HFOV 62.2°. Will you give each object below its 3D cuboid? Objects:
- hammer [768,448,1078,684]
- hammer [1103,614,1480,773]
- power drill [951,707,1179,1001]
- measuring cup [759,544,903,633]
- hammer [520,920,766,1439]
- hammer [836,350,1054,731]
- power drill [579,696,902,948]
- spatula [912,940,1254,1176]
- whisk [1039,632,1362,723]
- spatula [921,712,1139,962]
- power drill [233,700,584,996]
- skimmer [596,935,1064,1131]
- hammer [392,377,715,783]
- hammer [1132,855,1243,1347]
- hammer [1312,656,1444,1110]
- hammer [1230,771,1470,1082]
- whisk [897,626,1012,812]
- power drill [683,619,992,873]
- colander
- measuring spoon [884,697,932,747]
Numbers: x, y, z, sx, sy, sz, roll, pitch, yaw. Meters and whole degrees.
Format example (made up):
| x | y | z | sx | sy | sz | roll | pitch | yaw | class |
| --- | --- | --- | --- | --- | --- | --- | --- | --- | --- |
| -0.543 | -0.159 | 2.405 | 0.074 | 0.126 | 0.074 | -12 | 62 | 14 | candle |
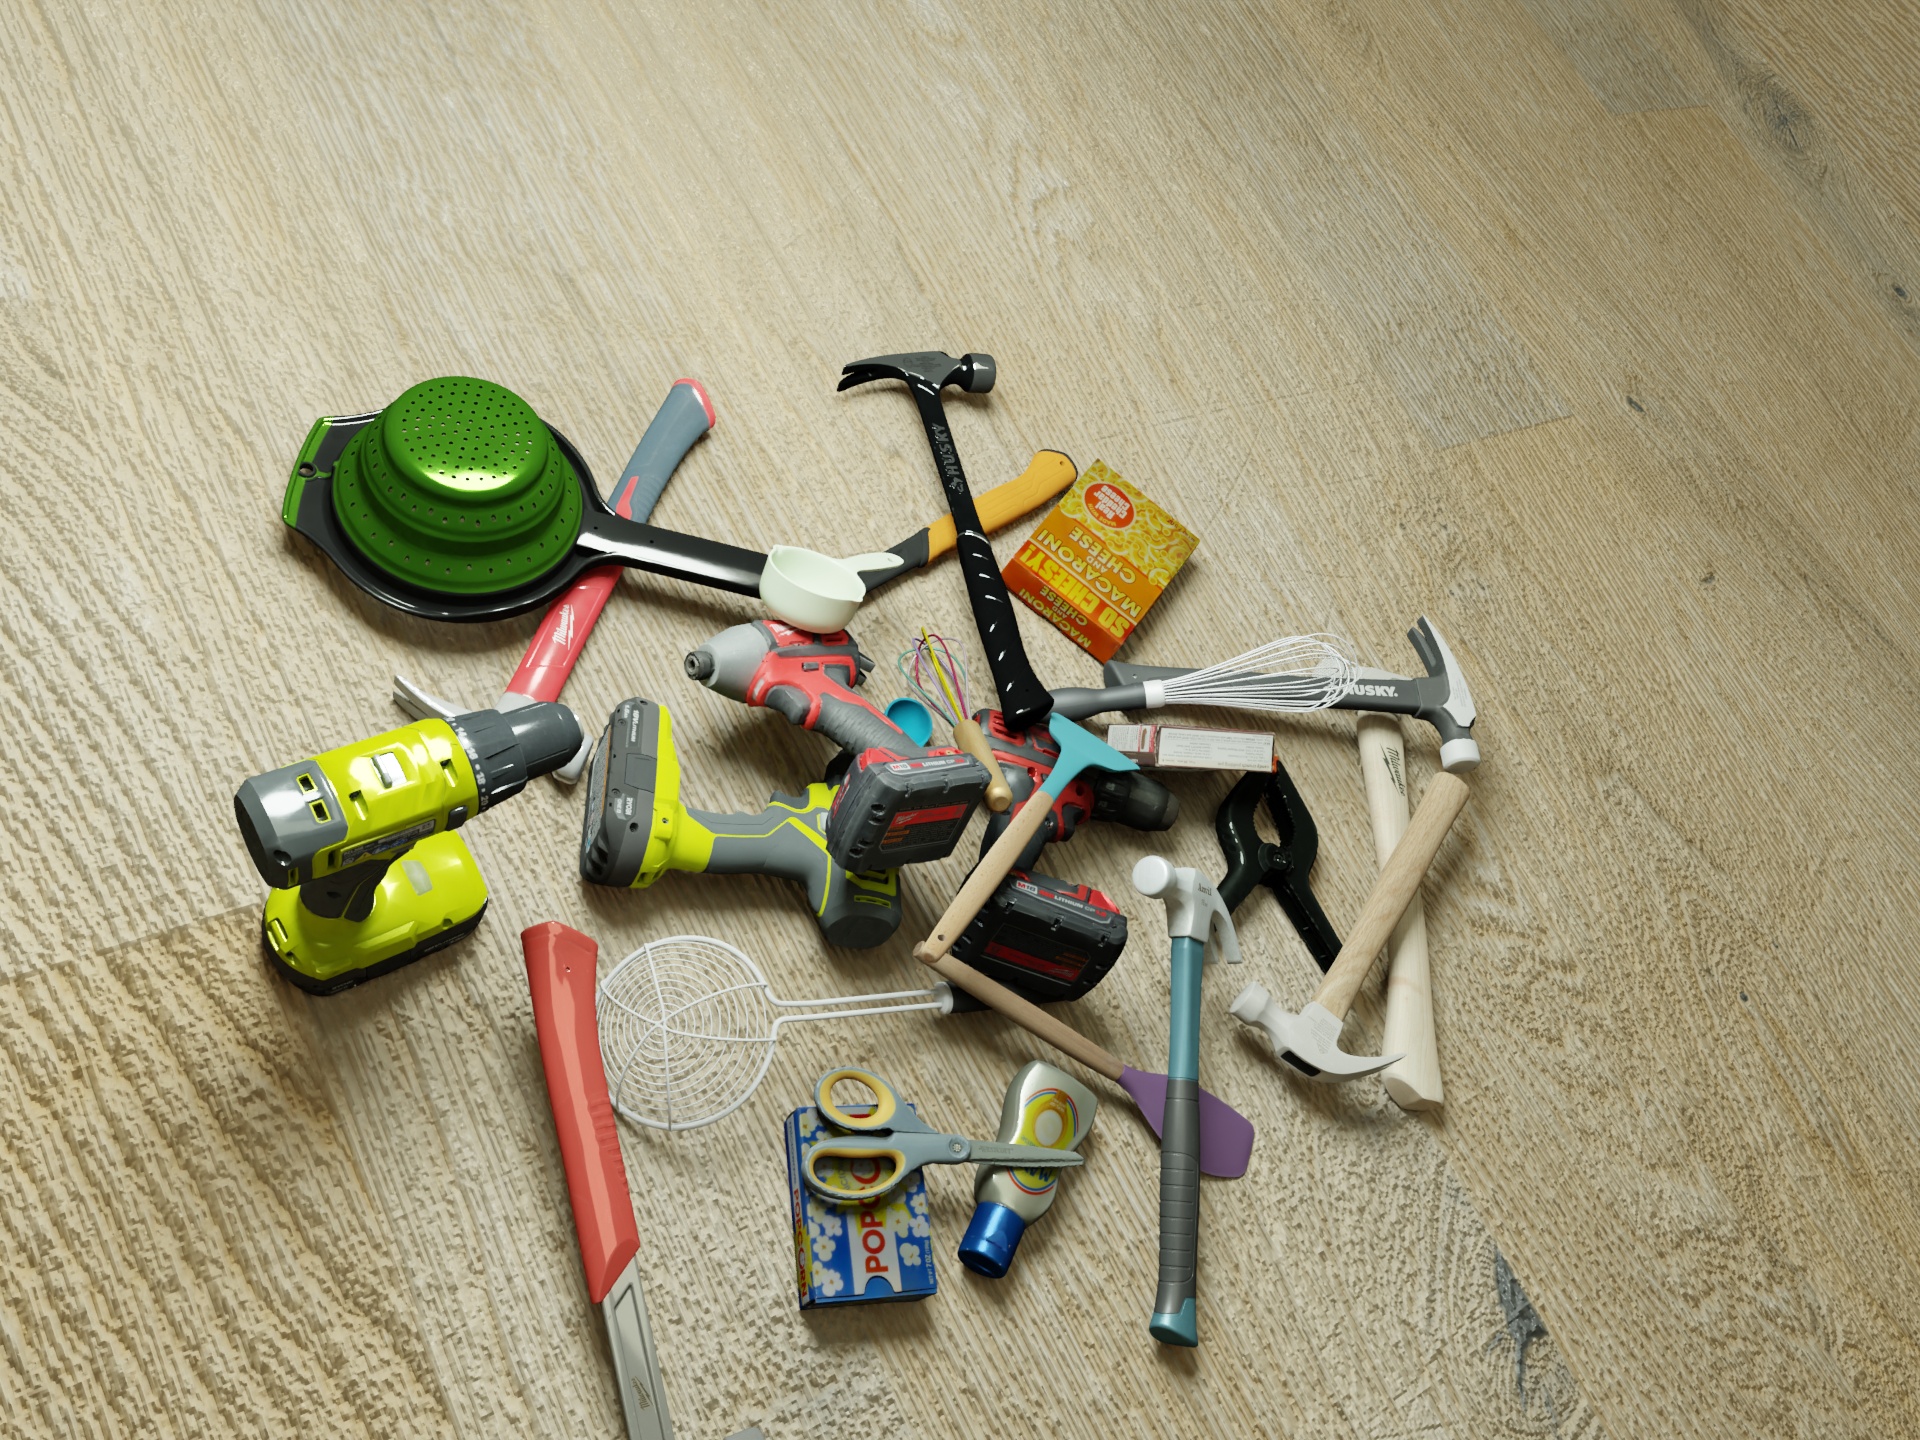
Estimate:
| x | y | z | sx | sy | sz | roll | pitch | yaw | class |
| --- | --- | --- | --- | --- | --- | --- | --- | --- | --- |
| -0.010 | -0.152 | 1.369 | 0.337 | 0.034 | 0.127 | -34 | 78 | -36 | hammer |
| 0.289 | -0.031 | 1.397 | 0.334 | 0.035 | 0.146 | 3 | 61 | -11 | hammer |
| 0.083 | 0.099 | 1.217 | 0.187 | 0.080 | 0.227 | 20 | 40 | -13 | power drill |
| -0.092 | -0.103 | 1.218 | 0.083 | 0.038 | 0.167 | 33 | 24 | 17 | measuring cup |
| -0.225 | 0.300 | 0.961 | 0.149 | 0.036 | 0.359 | -8 | 75 | -28 | hammer |
| 0.002 | -0.164 | 1.333 | 0.149 | 0.036 | 0.409 | -2 | 55 | -21 | hammer |
| -0.151 | 0.065 | 1.148 | 0.223 | 0.080 | 0.171 | 14 | 49 | -21 | power drill |
| 0.094 | 0.245 | 1.155 | 0.315 | 0.018 | 0.060 | 35 | 55 | -17 | spatula |
| 0.193 | -0.026 | 1.325 | 0.284 | 0.070 | 0.070 | -7 | 62 | 0 | whisk |
| 0.047 | 0.079 | 1.139 | 0.082 | 0.044 | 0.317 | 33 | 41 | 7 | spatula |
| -0.333 | 0.072 | 0.961 | 0.190 | 0.228 | 0.080 | -22 | 72 | -33 | power drill |
| -0.078 | 0.207 | 1.124 | 0.363 | 0.090 | 0.127 | 2 | 67 | -36 | skimmer |
| -0.289 | -0.134 | 1.227 | 0.143 | 0.038 | 0.387 | 23 | 54 | -8 | hammer |
| 0.158 | 0.271 | 1.135 | 0.128 | 0.033 | 0.331 | 26 | 63 | -52 | hammer |
| 0.388 | 0.135 | 1.378 | 0.146 | 0.038 | 0.411 | 15 | 56 | -18 | hammer |
| 0.346 | 0.160 | 1.302 | 0.130 | 0.031 | 0.331 | 39 | 55 | 3 | hammer |
| -0.003 | -0.005 | 1.215 | 0.051 | 0.047 | 0.245 | 3 | 29 | -17 | whisk |
| -0.093 | 0.006 | 1.129 | 0.143 | 0.078 | 0.220 | -4 | 40 | -46 | power drill |
| -0.281 | -0.161 | 1.165 | 0.397 | 0.094 | 0.205 | 13 | 56 | -14 | colander |
| -0.041 | 0.045 | 1.251 | 0.042 | 0.021 | 0.129 | 4 | 69 | -28 | measuring spoon |
